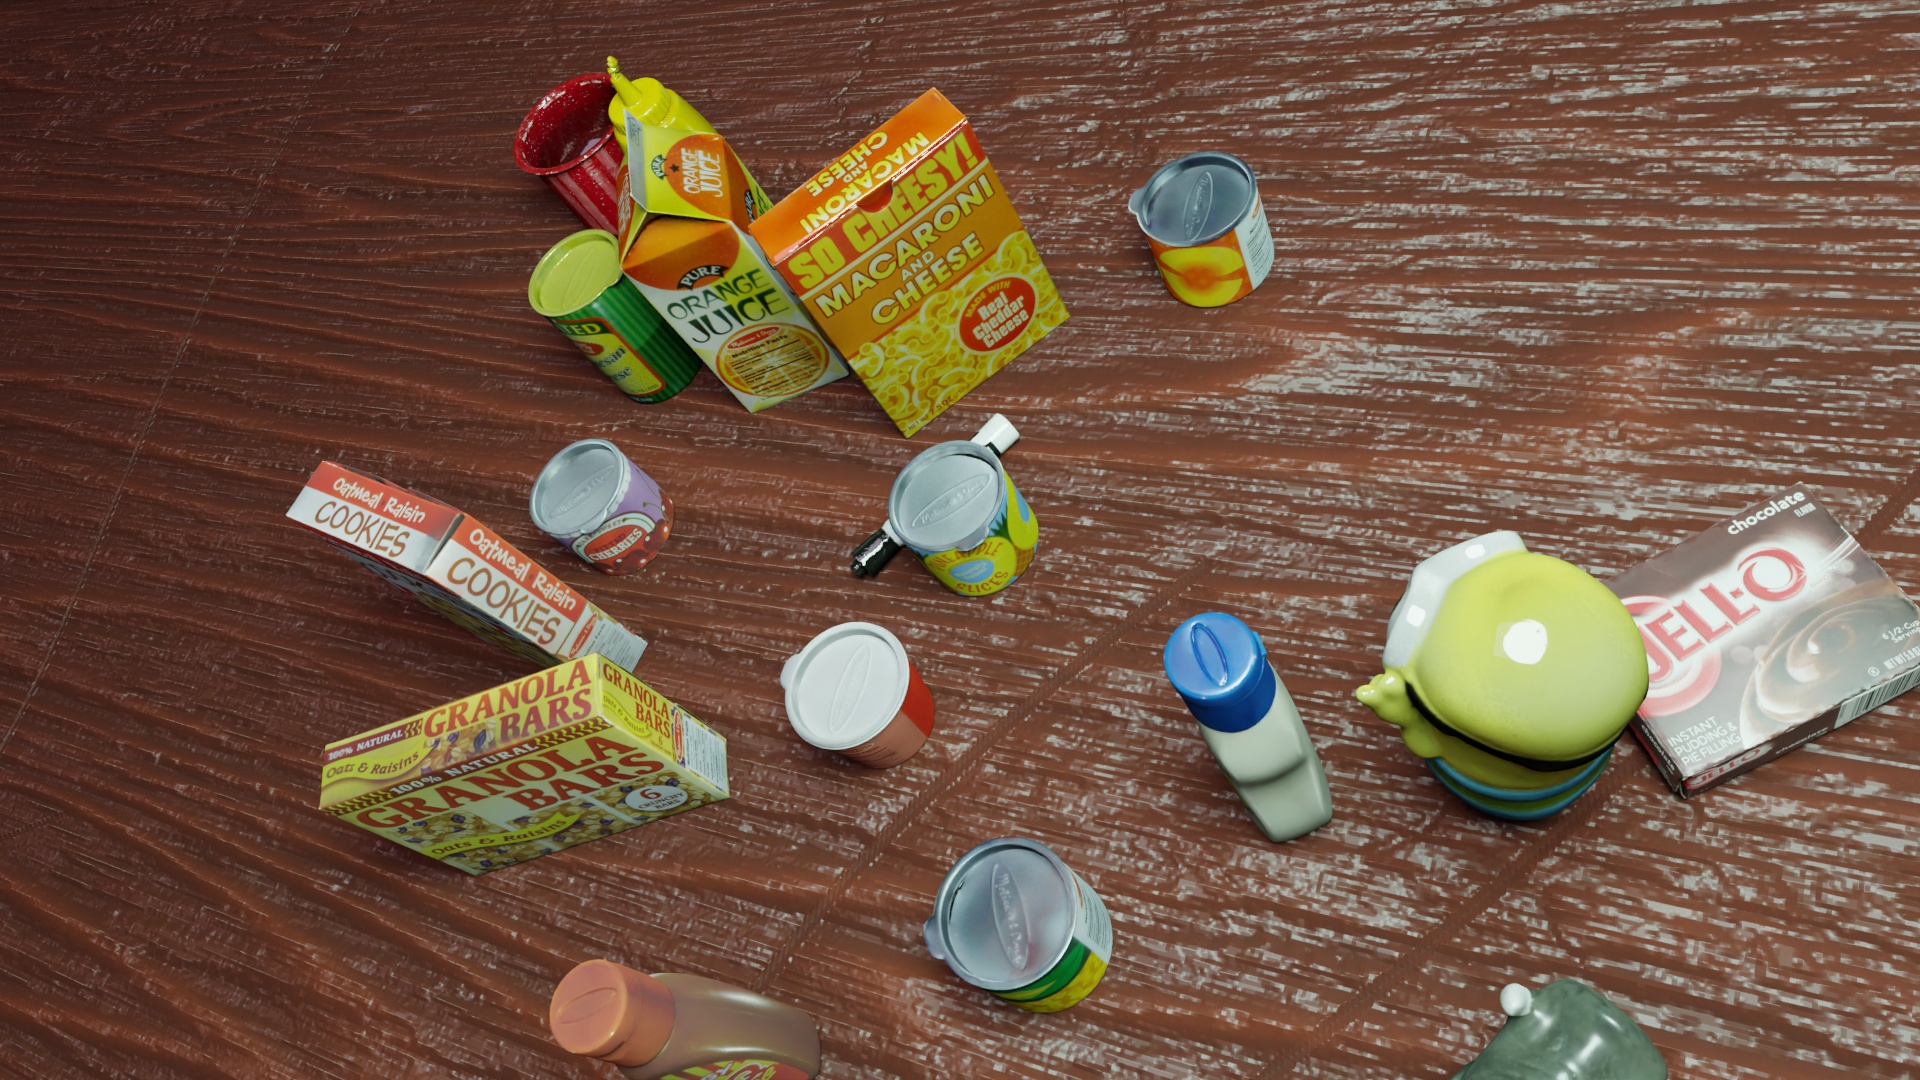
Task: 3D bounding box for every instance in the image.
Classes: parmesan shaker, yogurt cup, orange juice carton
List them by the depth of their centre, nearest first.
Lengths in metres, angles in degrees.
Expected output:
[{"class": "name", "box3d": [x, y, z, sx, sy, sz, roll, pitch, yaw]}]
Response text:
[{"class": "yogurt cup", "box3d": [-0.048, 0.083, 0.713, 0.072, 0.053, 0.073, -11, 58, 19]}, {"class": "orange juice carton", "box3d": [-0.141, -0.163, 0.814, 0.073, 0.192, 0.072, -20, 56, 14]}, {"class": "parmesan shaker", "box3d": [-0.216, -0.141, 0.890, 0.071, 0.102, 0.071, -11, 58, 19]}]

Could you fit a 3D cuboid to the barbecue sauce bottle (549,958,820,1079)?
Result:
[{"class": "barbecue sauce bottle", "box3d": [-0.121, 0.217, 0.608, 0.065, 0.148, 0.044, -25, 55, 10]}]

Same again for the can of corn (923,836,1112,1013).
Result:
[{"class": "can of corn", "box3d": [0.027, 0.174, 0.622, 0.071, 0.058, 0.071, -11, 58, 19]}]

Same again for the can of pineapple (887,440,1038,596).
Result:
[{"class": "can of pineapple", "box3d": [0.003, -0.009, 0.741, 0.071, 0.057, 0.071, -11, 58, 19]}]

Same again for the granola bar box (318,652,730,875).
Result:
[{"class": "granola bar box", "box3d": [-0.224, 0.120, 0.727, 0.165, 0.124, 0.039, -19, 56, 14]}]

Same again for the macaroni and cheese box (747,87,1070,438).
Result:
[{"class": "macaroni and cheese box", "box3d": [-0.022, -0.146, 0.765, 0.124, 0.166, 0.040, -37, 53, 1]}]

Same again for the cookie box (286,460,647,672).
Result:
[{"class": "cookie box", "box3d": [-0.272, 0.023, 0.780, 0.123, 0.167, 0.040, 16, 70, 31]}]

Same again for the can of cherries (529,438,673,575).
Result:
[{"class": "can of cherries", "box3d": [-0.217, -0.018, 0.846, 0.071, 0.058, 0.072, -11, 58, 19]}]

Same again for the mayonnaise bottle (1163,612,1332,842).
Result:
[{"class": "mayonnaise bottle", "box3d": [0.120, 0.076, 0.581, 0.041, 0.147, 0.065, -26, 55, 9]}]

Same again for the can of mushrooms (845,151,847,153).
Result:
[{"class": "can of mushrooms", "box3d": [-0.047, -0.233, 0.910, 0.071, 0.033, 0.071, -11, 58, 19]}]

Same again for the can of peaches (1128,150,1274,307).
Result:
[{"class": "can of peaches", "box3d": [0.136, -0.173, 0.776, 0.071, 0.058, 0.071, -11, 58, 19]}]

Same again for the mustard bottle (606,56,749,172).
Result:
[{"class": "mustard bottle", "box3d": [-0.187, -0.251, 0.907, 0.065, 0.159, 0.049, -25, 55, 10]}]
